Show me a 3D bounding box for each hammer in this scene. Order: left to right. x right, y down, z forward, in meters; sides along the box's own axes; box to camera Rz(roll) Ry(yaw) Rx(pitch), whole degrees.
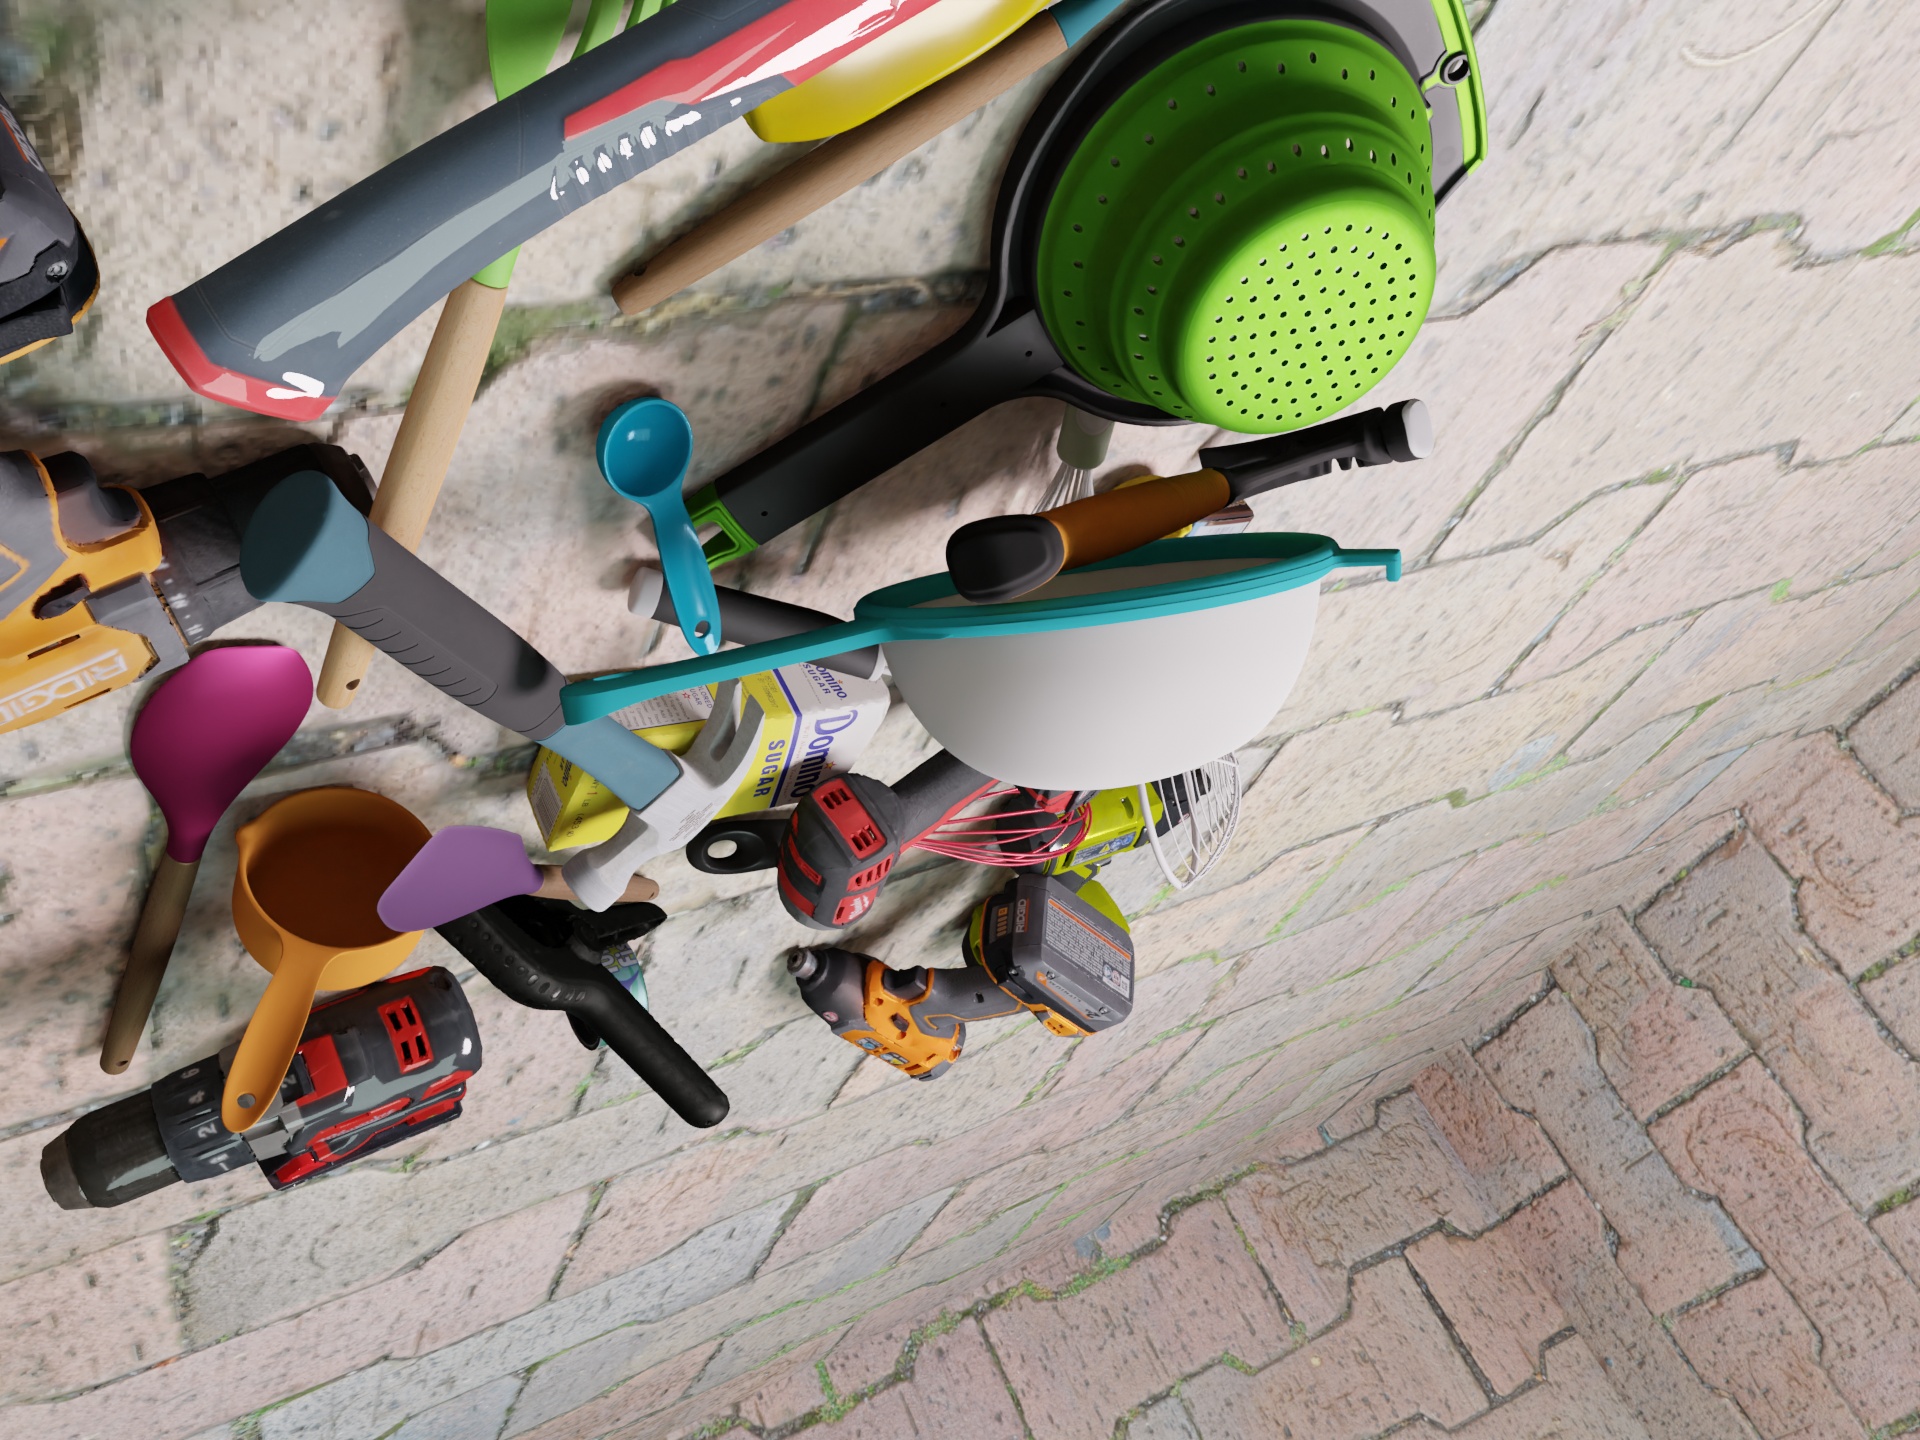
[{"bbox_3d":[-0.171,-0.007,0.635,0.128,0.033,0.330,-42,157,-3],"label":"hammer"},{"bbox_3d":[-0.052,-0.210,0.437,0.386,0.038,0.143,-33,132,-9],"label":"hammer"},{"bbox_3d":[0.096,-0.100,0.716,0.127,0.034,0.337,-9,-170,38],"label":"hammer"}]

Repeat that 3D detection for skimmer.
[{"bbox_3d":[-0.001,-0.003,0.811,0.363,0.127,0.090,15,147,-24],"label":"skimmer"}]

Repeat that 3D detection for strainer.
[{"bbox_3d":[0.007,-0.008,0.673,0.340,0.095,0.211,-14,-168,-24],"label":"strainer"}]

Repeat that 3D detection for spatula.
[{"bbox_3d":[-0.208,0.083,0.801,0.060,0.018,0.315,-50,170,0],"label":"spatula"},{"bbox_3d":[0.016,-0.223,0.568,0.317,0.082,0.044,-29,141,7],"label":"spatula"}]

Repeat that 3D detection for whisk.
[{"bbox_3d":[-0.037,0.068,1.011,0.295,0.073,0.073,-5,144,-33],"label":"whisk"},{"bbox_3d":[0.058,-0.126,0.787,0.058,0.059,0.246,4,141,-7],"label":"whisk"}]

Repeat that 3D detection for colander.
[{"bbox_3d":[0.052,-0.144,0.654,0.397,0.095,0.204,-30,140,9],"label":"colander"}]

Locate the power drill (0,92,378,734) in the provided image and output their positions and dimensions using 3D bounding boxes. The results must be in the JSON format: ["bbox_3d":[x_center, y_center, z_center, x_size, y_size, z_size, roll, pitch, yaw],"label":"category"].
[{"bbox_3d":[-0.276,-0.083,0.471,0.185,0.084,0.226,-28,159,-22],"label":"power drill"}]

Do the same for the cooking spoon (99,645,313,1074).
[{"bbox_3d":[-0.358,0.075,0.725,0.068,0.017,0.318,-6,144,-43],"label":"cooking spoon"}]

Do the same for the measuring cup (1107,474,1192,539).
[{"bbox_3d":[0.077,-0.089,0.905,0.062,0.029,0.156,-13,160,-29],"label":"measuring cup"}]

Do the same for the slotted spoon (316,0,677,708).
[{"bbox_3d":[-0.162,-0.123,0.522,0.070,0.031,0.313,-17,145,-54],"label":"slotted spoon"}]

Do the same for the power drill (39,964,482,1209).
[{"bbox_3d":[-0.336,0.190,0.798,0.188,0.080,0.226,-21,172,-21],"label":"power drill"}]

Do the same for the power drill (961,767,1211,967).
[{"bbox_3d":[0.093,0.119,1.218,0.171,0.080,0.223,-16,147,-27],"label":"power drill"}]

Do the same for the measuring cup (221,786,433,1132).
[{"bbox_3d":[-0.291,0.111,0.703,0.095,0.174,0.052,21,136,-16],"label":"measuring cup"}]

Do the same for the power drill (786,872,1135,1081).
[{"bbox_3d":[-0.007,0.186,1.147,0.226,0.084,0.164,-24,133,35],"label":"power drill"}]

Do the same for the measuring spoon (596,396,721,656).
[{"bbox_3d":[-0.124,-0.079,0.664,0.042,0.021,0.128,-37,138,-27],"label":"measuring spoon"}]

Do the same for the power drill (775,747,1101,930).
[{"bbox_3d":[-0.010,0.046,0.924,0.219,0.079,0.143,-30,163,-26],"label":"power drill"}]
